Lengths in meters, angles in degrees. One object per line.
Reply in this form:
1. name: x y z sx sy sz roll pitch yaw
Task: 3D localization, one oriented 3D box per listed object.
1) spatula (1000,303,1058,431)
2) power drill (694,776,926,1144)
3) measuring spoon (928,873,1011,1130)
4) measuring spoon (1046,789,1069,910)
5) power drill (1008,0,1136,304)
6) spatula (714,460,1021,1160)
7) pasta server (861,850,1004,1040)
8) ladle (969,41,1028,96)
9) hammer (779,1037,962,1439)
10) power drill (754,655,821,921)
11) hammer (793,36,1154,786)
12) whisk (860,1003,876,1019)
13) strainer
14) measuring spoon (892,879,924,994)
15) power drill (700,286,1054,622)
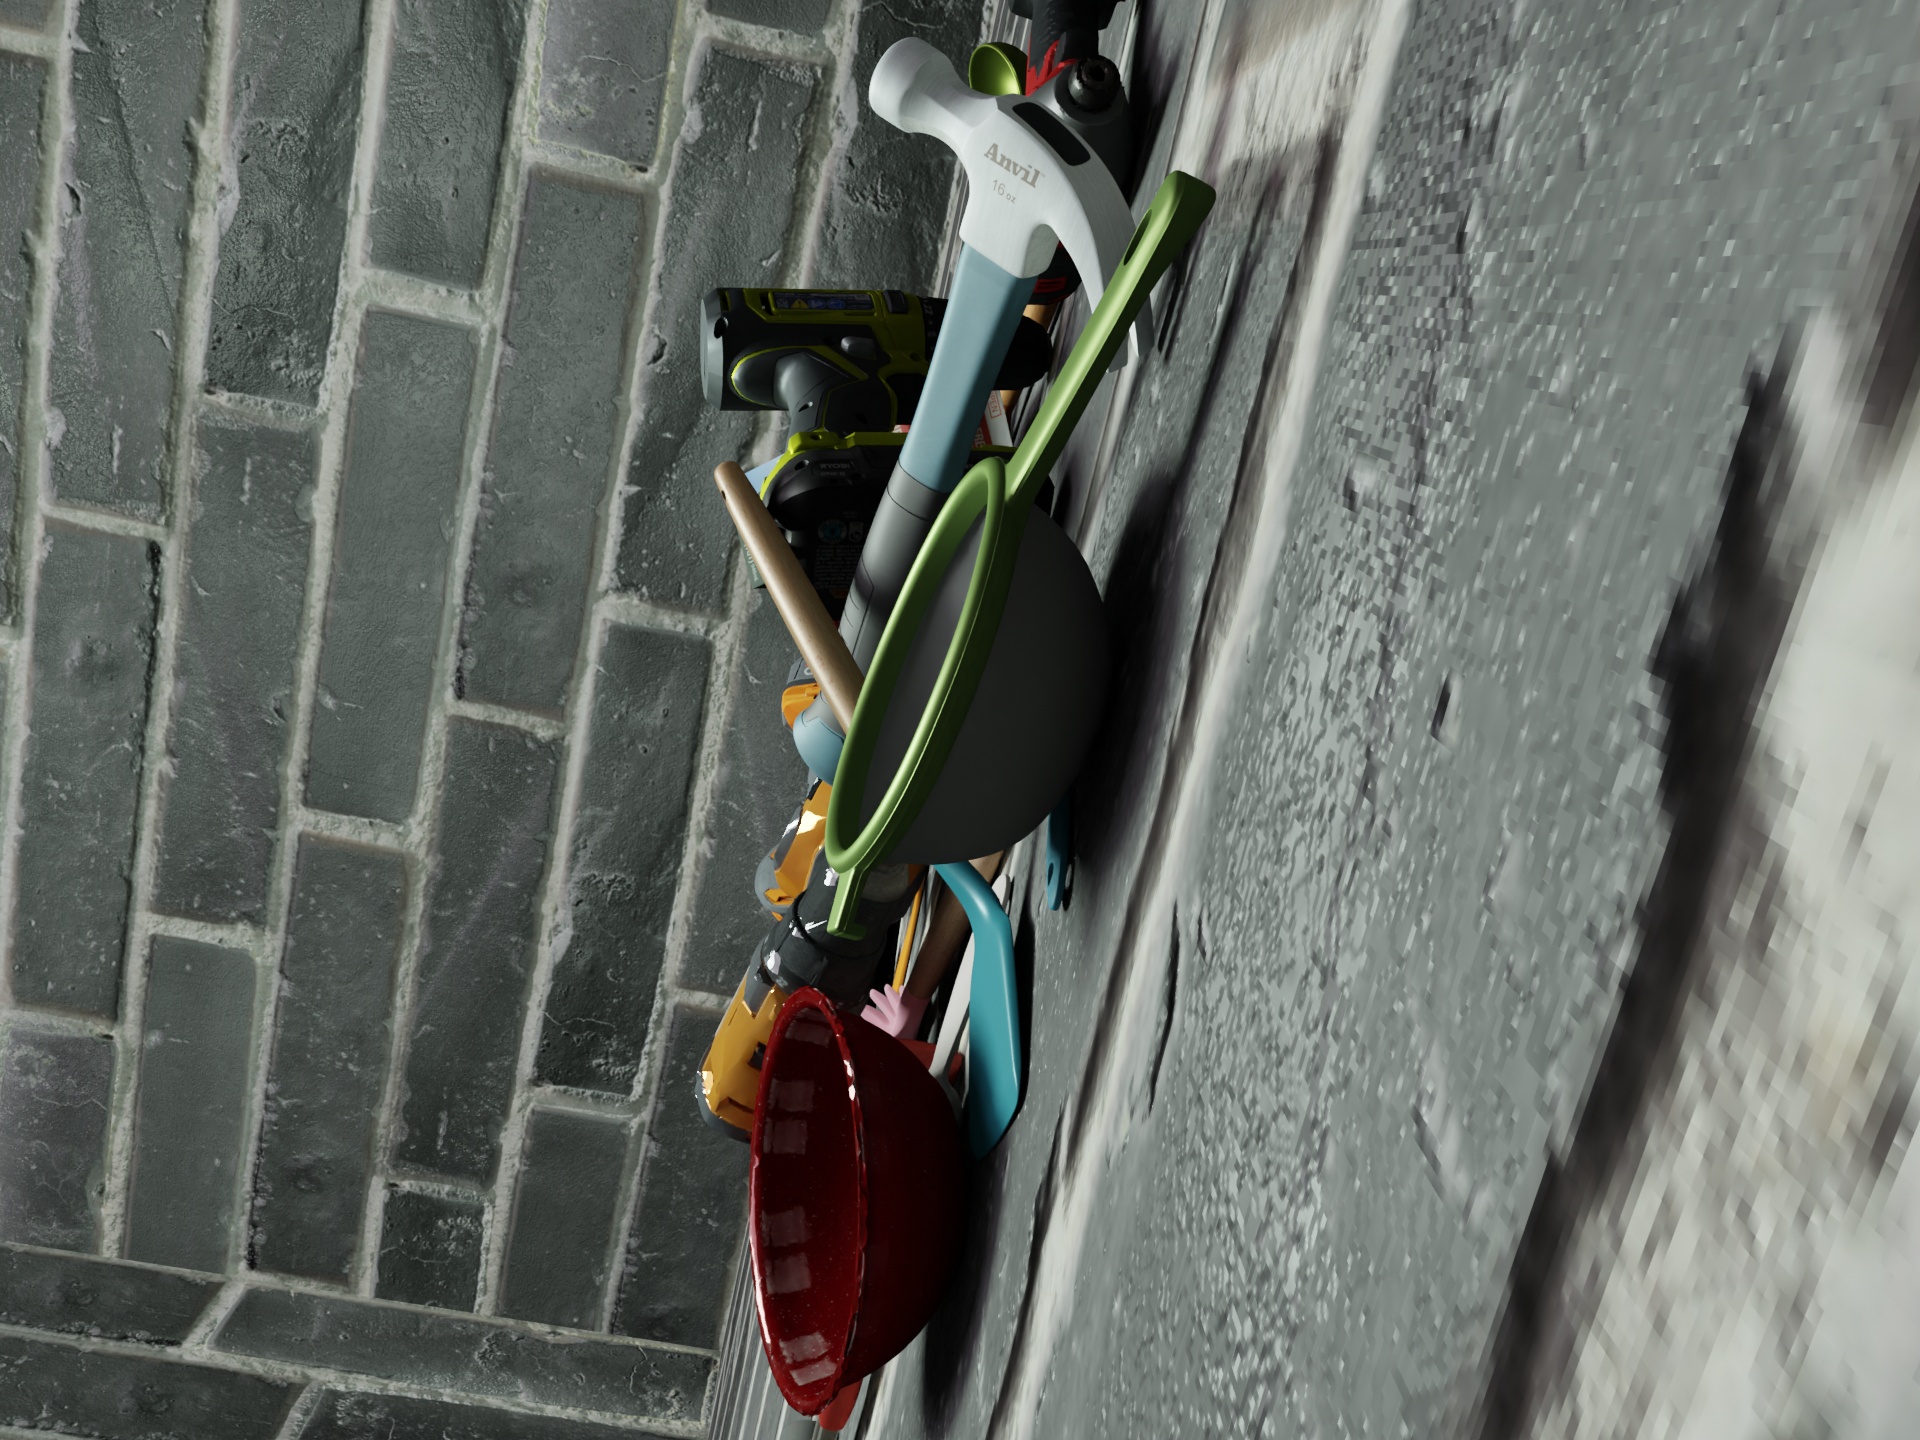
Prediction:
1. spatula: 0.025 -0.214 0.958 0.081 0.041 0.322 -56 -4 -27
2. power drill: -0.060 0.088 0.840 0.185 0.084 0.226 -62 4 32
3. measuring spoon: 0.005 0.125 0.668 0.034 0.018 0.124 23 95 69
4. measuring spoon: 0.027 0.021 0.585 0.129 0.021 0.042 -86 9 -52
5. power drill: 0.054 -0.323 0.747 0.143 0.078 0.220 118 159 -71
6. spatula: -0.041 0.018 0.643 0.318 0.044 0.082 60 156 22
7. pasta server: -0.022 0.119 0.800 0.060 0.040 0.316 -61 -4 -35
8. ladle: 0.026 -0.413 1.266 0.078 0.062 0.320 107 170 -62
9. hammer: -0.054 0.305 0.771 0.149 0.036 0.358 -90 12 -62
10. power drill: -0.091 0.079 1.243 0.164 0.084 0.227 60 -150 -54
11. hammer: -0.017 -0.092 0.653 0.033 0.128 0.330 -38 -22 -43
12. whisk: -0.065 0.133 1.113 0.070 0.070 0.285 117 159 -69
13. strainer: 0.033 -0.048 0.519 0.152 0.069 0.256 -88 23 -57
14. measuring spoon: -0.037 0.140 1.033 0.021 0.011 0.117 -106 27 -77
15. power drill: -0.029 -0.150 0.807 0.229 0.190 0.080 -106 19 -48
